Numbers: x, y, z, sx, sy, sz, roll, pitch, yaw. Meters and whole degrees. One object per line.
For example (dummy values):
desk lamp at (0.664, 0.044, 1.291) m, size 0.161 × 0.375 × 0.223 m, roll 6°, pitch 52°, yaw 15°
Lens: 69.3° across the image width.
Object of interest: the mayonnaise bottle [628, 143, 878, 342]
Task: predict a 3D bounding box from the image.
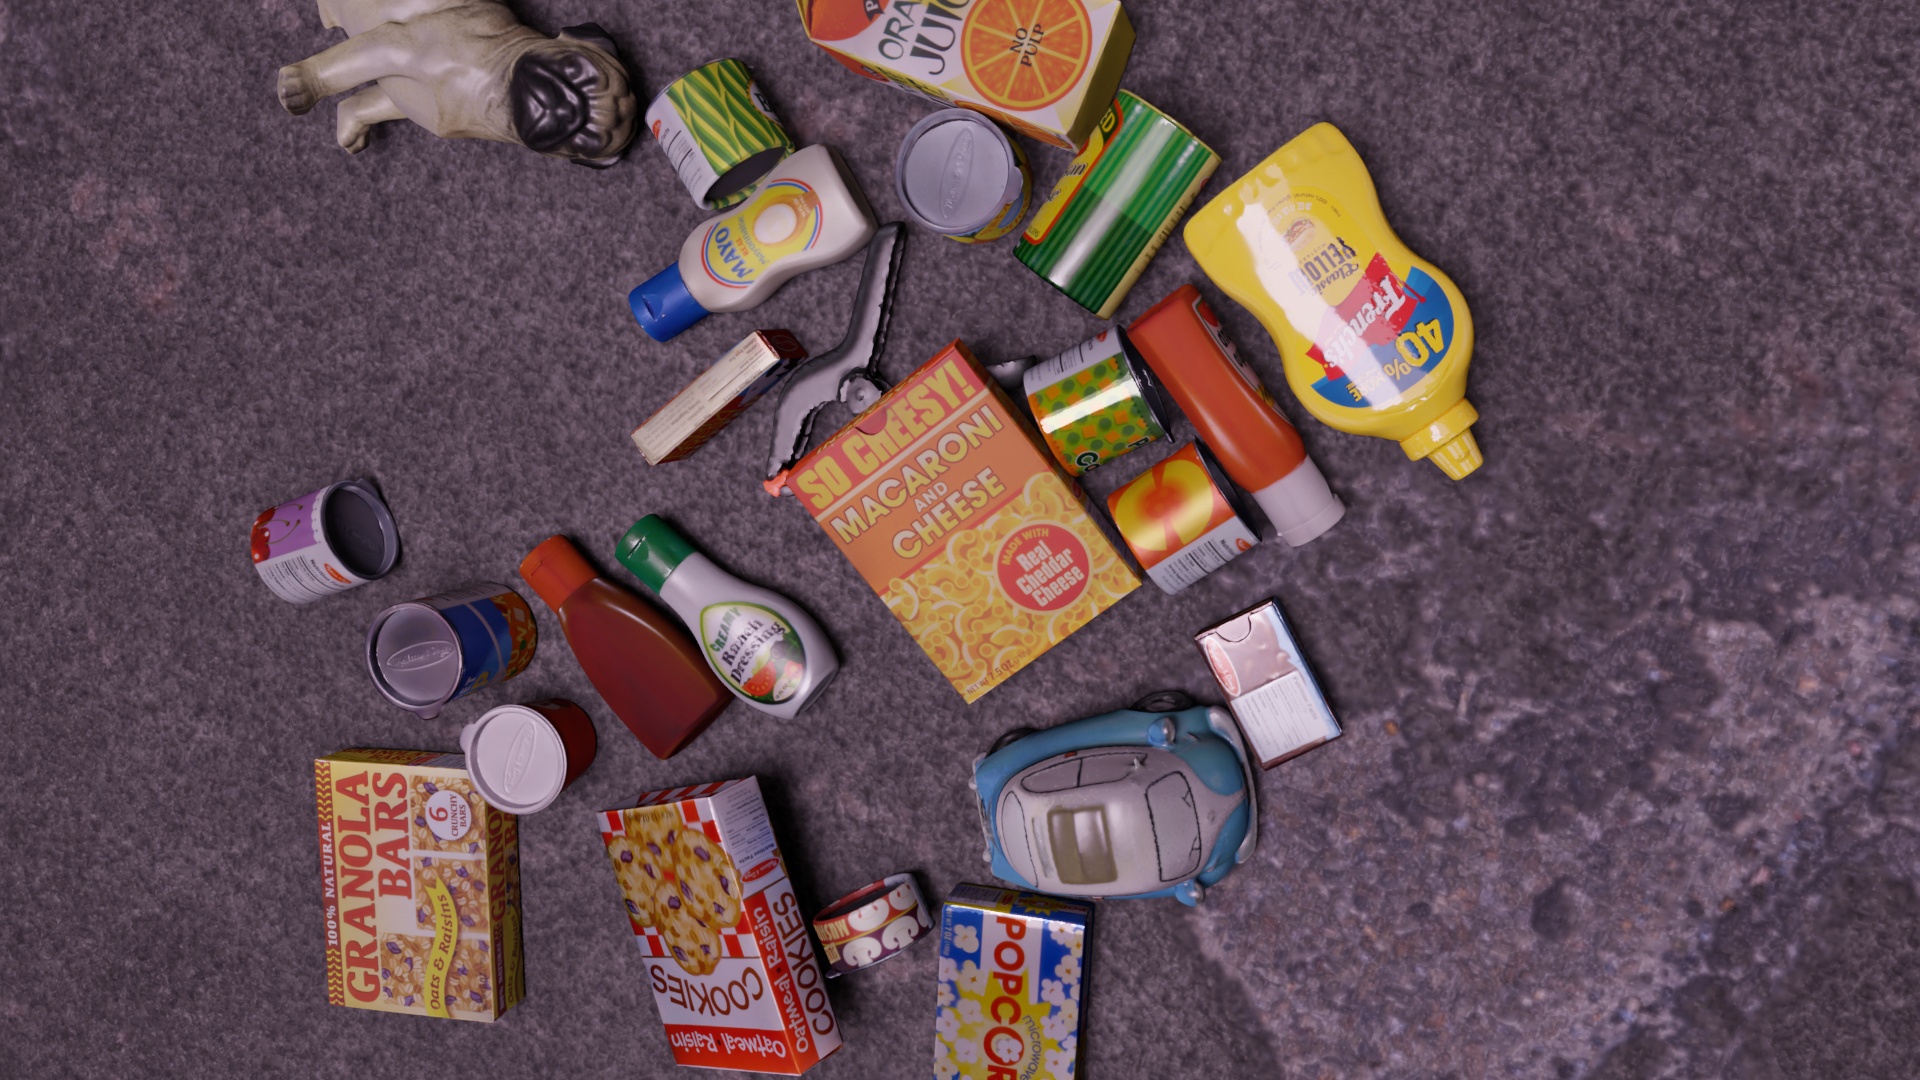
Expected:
mayonnaise bottle at (-0.124, -0.167, 0.807) m, size 0.148 × 0.041 × 0.064 m, roll -29°, pitch 90°, yaw 14°

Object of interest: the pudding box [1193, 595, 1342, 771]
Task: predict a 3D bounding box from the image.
pudding box at (0.170, 0.078, 0.765) m, size 0.049 × 0.030 × 0.083 m, roll -28°, pitch 88°, yaw 16°

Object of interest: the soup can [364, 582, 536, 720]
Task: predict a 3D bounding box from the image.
soup can at (-0.311, 0.067, 0.855) m, size 0.071 × 0.084 × 0.071 m, roll 2°, pitch 97°, yaw 14°

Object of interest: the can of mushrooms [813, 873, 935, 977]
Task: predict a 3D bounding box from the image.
can of mushrooms at (-0.053, 0.225, 0.814) m, size 0.071 × 0.071 × 0.033 m, roll -24°, pitch 89°, yaw 15°

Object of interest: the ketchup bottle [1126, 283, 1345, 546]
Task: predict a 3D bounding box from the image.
ketchup bottle at (0.148, -0.065, 0.741) m, size 0.043 × 0.065 × 0.148 m, roll -35°, pitch 96°, yaw 17°

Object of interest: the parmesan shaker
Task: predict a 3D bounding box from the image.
parmesan shaker at (0.082, -0.177, 0.739) m, size 0.071 × 0.071 × 0.103 m, roll 37°, pitch 103°, yaw 8°

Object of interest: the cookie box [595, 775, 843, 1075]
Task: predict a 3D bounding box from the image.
cookie box at (-0.145, 0.230, 0.828) m, size 0.122 × 0.040 × 0.167 m, roll -17°, pitch 92°, yaw 43°

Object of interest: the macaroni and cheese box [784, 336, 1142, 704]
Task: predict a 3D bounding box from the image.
macaroni and cheese box at (0.003, -0.010, 0.774) m, size 0.123 × 0.040 × 0.166 m, roll -37°, pitch 100°, yaw 14°

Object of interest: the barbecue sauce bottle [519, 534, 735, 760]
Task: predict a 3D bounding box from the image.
barbecue sauce bottle at (-0.208, 0.061, 0.850) m, size 0.148 × 0.044 × 0.064 m, roll 46°, pitch 104°, yaw 6°

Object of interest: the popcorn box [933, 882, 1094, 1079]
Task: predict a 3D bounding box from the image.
popcorn box at (0.031, 0.271, 0.814) m, size 0.085 × 0.038 × 0.126 m, roll 5°, pitch 97°, yaw 13°

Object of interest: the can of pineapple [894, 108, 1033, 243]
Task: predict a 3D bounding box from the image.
can of pineapple at (0.005, -0.197, 0.763) m, size 0.071 × 0.058 × 0.071 m, roll 2°, pitch 97°, yaw 14°

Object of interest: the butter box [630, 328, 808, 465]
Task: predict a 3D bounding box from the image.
butter box at (-0.141, -0.084, 0.814) m, size 0.103 × 0.053 × 0.024 m, roll -37°, pitch 89°, yaw 15°

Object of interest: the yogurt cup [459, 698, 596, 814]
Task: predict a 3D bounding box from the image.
yogurt cup at (-0.264, 0.130, 0.865) m, size 0.072 × 0.054 × 0.072 m, roll 2°, pitch 96°, yaw 14°

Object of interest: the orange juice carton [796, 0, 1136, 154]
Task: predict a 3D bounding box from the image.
orange juice carton at (-0.010, -0.279, 0.752) m, size 0.193 × 0.072 × 0.073 m, roll 23°, pitch 100°, yaw 10°

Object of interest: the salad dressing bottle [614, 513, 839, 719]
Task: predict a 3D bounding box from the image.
salad dressing bottle at (-0.141, 0.044, 0.831) m, size 0.148 × 0.044 × 0.064 m, roll 40°, pitch 101°, yaw 7°

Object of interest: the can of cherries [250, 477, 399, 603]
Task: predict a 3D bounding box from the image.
can of cherries at (-0.403, 0.000, 0.882) m, size 0.058 × 0.071 × 0.071 m, roll -18°, pitch 91°, yaw 16°

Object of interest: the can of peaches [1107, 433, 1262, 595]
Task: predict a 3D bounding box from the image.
can of peaches at (0.120, -0.014, 0.751) m, size 0.058 × 0.071 × 0.071 m, roll -34°, pitch 87°, yaw 15°

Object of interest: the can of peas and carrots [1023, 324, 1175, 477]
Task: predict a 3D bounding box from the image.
can of peas and carrots at (0.075, -0.073, 0.754) m, size 0.058 × 0.071 × 0.071 m, roll -25°, pitch 90°, yaw 16°

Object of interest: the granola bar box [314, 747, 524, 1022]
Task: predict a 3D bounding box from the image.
granola bar box at (-0.351, 0.221, 0.904) m, size 0.124 × 0.039 × 0.165 m, roll 1°, pitch 96°, yaw 13°

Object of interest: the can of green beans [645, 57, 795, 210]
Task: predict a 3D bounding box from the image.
can of green beans at (-0.136, -0.230, 0.791) m, size 0.071 × 0.071 × 0.058 m, roll -32°, pitch 88°, yaw 15°
